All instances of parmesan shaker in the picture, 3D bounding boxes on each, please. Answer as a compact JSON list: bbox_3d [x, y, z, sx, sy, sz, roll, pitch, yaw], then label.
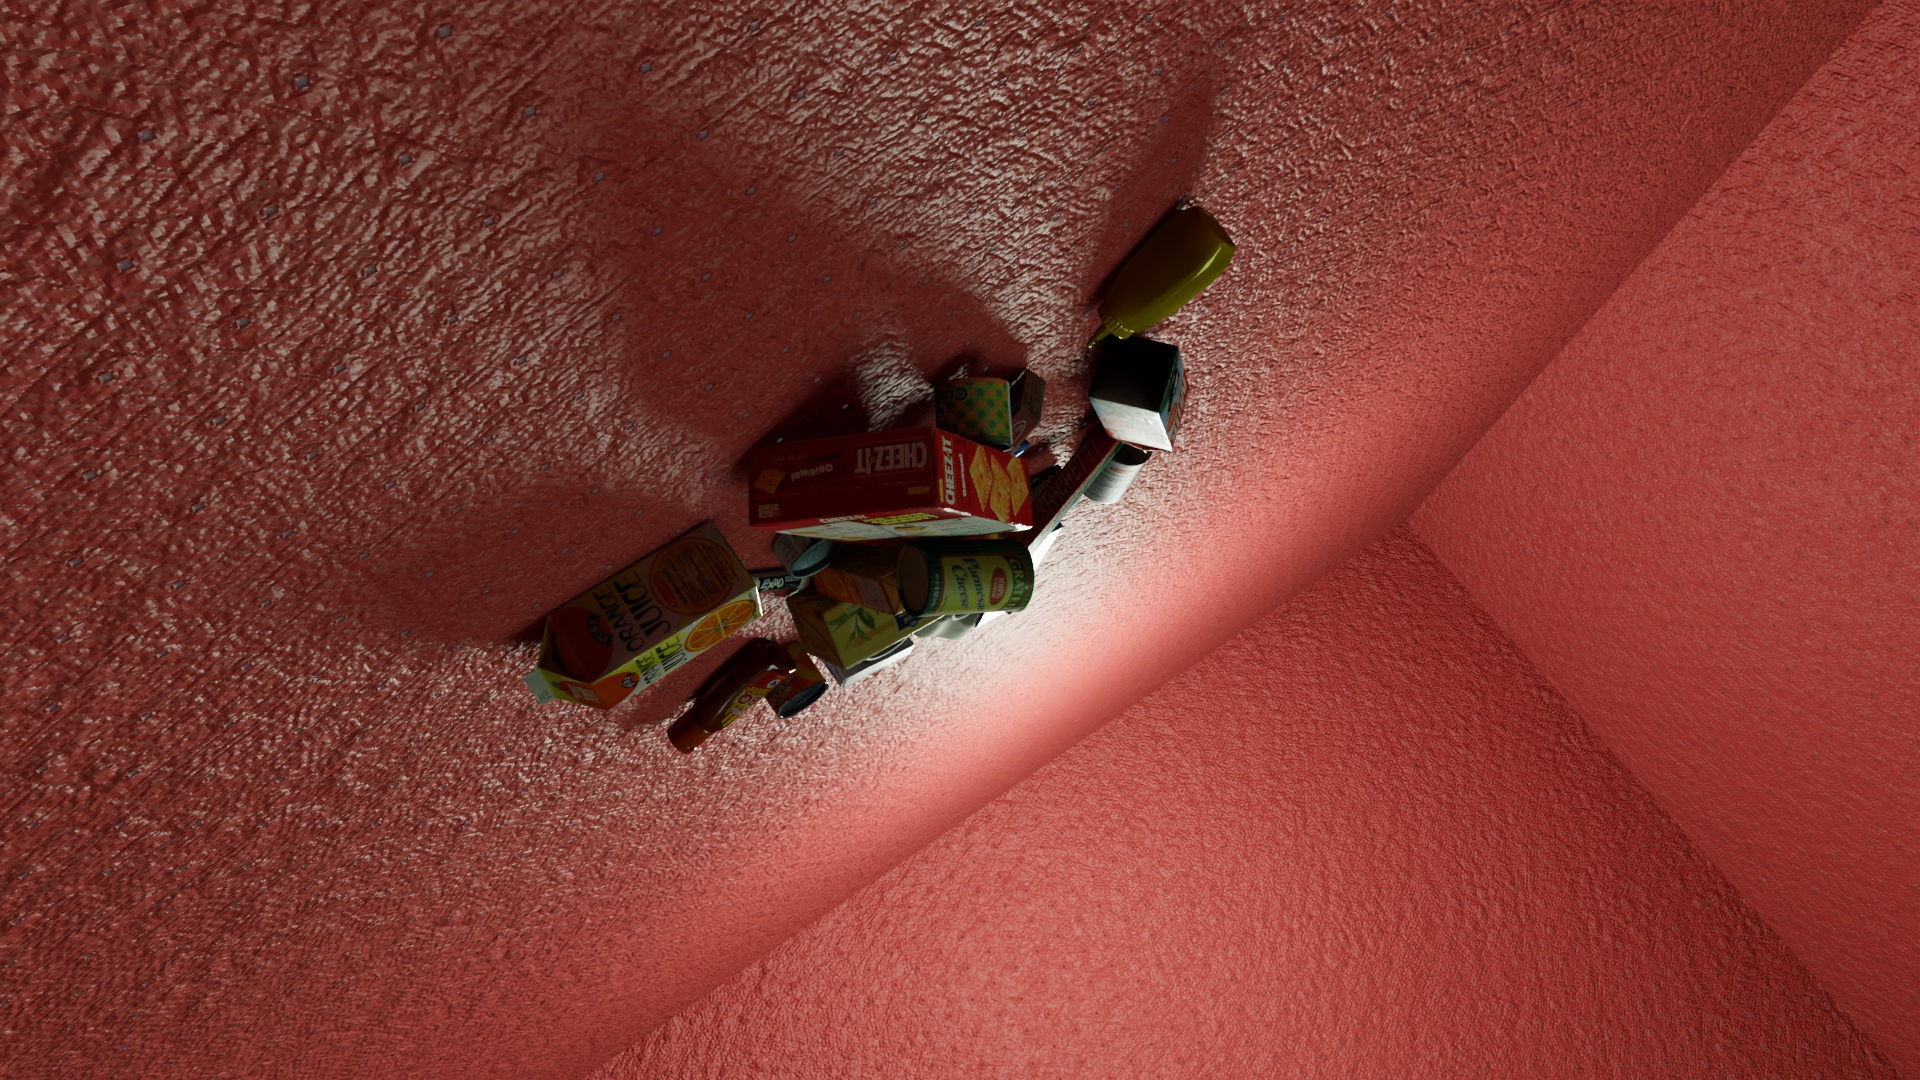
[{"bbox_3d":[0.004,0.035,1.207,0.103,0.071,0.071,-2,146,-29],"label":"parmesan shaker"}]

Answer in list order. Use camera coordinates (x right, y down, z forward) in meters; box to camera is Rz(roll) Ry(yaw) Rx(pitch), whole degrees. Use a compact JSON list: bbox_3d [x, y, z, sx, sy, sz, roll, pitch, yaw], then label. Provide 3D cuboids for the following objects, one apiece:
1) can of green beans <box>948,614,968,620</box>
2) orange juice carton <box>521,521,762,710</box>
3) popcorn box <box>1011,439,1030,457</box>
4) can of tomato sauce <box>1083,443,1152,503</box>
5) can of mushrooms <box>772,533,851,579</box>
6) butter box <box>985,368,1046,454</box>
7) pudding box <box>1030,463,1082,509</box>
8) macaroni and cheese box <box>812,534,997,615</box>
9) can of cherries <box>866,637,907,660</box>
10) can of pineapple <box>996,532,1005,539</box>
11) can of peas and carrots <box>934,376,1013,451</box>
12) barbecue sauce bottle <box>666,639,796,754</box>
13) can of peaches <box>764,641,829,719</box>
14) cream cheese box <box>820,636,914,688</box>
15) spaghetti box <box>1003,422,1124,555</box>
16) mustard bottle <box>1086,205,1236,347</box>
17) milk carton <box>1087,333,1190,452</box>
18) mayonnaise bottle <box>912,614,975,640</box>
[{"bbox_3d":[0.000,0.051,1.622,0.071,0.058,0.071,-34,162,-12],"label":"can of green beans"},{"bbox_3d":[-0.264,0.072,1.133,0.193,0.073,0.071,-32,162,-16],"label":"orange juice carton"},{"bbox_3d":[-0.002,-0.070,1.342,0.127,0.038,0.084,-16,152,-49],"label":"popcorn box"},{"bbox_3d":[0.174,-0.092,1.589,0.071,0.071,0.082,-27,160,-30],"label":"can of tomato sauce"},{"bbox_3d":[-0.135,0.002,1.274,0.071,0.033,0.070,-33,162,-13],"label":"can of mushrooms"},{"bbox_3d":[0.051,-0.116,1.270,0.053,0.024,0.104,-46,-166,24],"label":"butter box"},{"bbox_3d":[0.091,-0.046,1.565,0.084,0.050,0.030,-27,158,-30],"label":"pudding box"},{"bbox_3d":[-0.056,0.017,1.307,0.124,0.040,0.166,-28,-162,-25],"label":"macaroni and cheese box"},{"bbox_3d":[-0.092,0.090,1.541,0.071,0.058,0.071,-34,161,-13],"label":"can of cherries"},{"bbox_3d":[0.005,-0.018,1.441,0.058,0.071,0.070,-29,161,-22],"label":"can of pineapple"},{"bbox_3d":[0.009,-0.106,1.197,0.071,0.059,0.071,-3,174,0],"label":"can of peas and carrots"},{"bbox_3d":[-0.244,0.166,1.461,0.148,0.044,0.065,-40,158,10],"label":"barbecue sauce bottle"},{"bbox_3d":[-0.188,0.152,1.514,0.071,0.058,0.071,-33,162,-12],"label":"can of peaches"},{"bbox_3d":[-0.110,0.126,1.607,0.104,0.053,0.024,-25,156,-35],"label":"cream cheese box"},{"bbox_3d":[0.126,-0.070,1.492,0.251,0.029,0.050,-49,168,-23],"label":"spaghetti box"},{"bbox_3d":[0.170,-0.227,1.244,0.159,0.065,0.049,-40,158,29],"label":"mustard bottle"},{"bbox_3d":[0.188,-0.145,1.422,0.190,0.073,0.072,36,70,-73],"label":"milk carton"},{"bbox_3d":[-0.041,0.087,1.635,0.041,0.065,0.148,-47,157,19],"label":"mayonnaise bottle"}]
